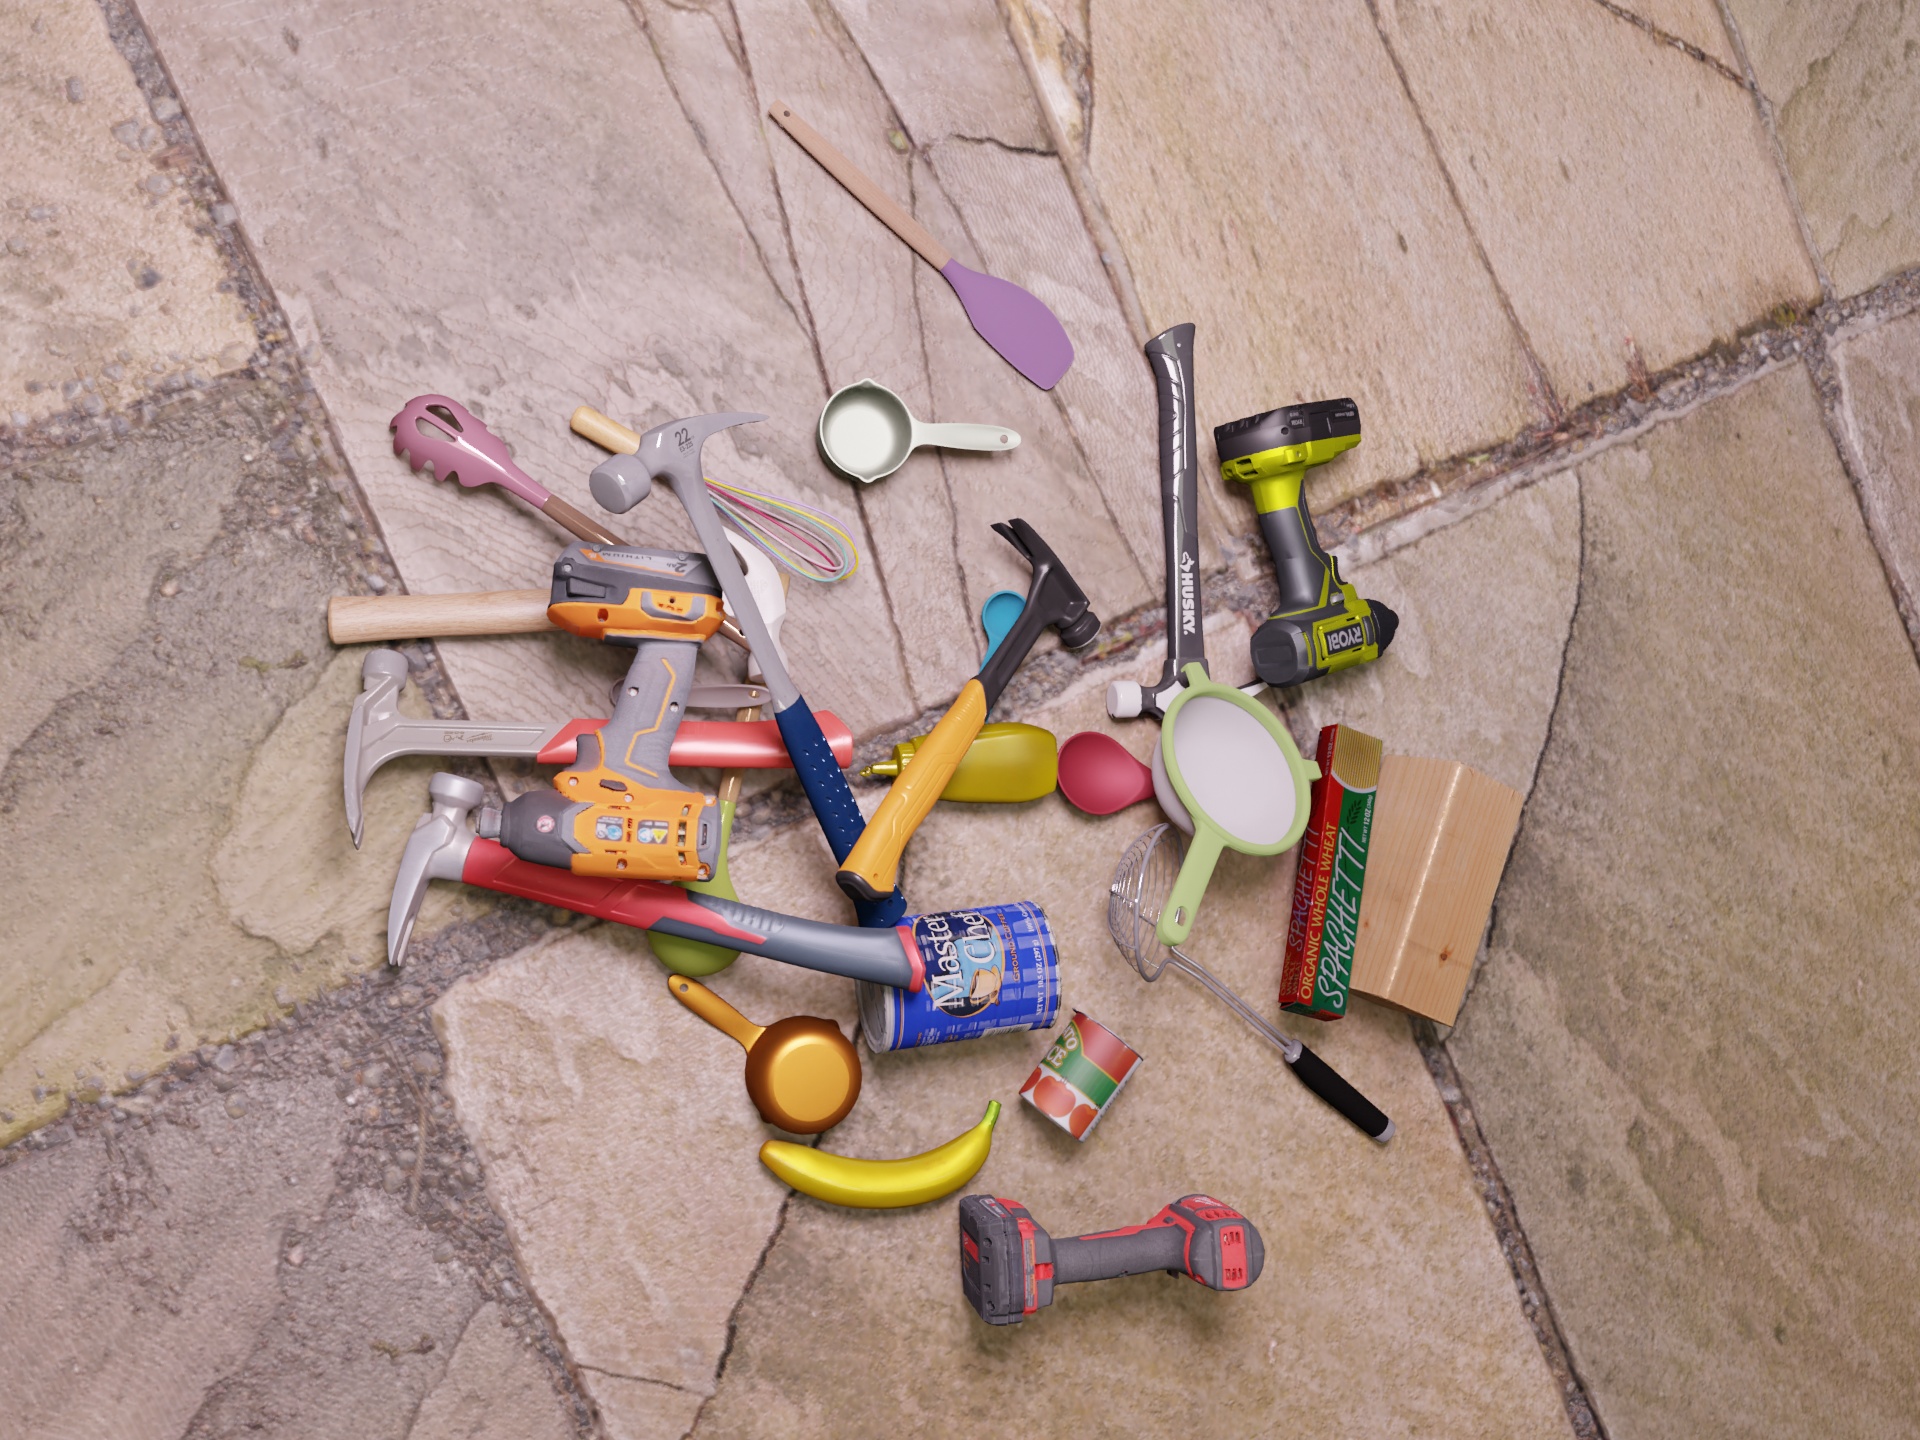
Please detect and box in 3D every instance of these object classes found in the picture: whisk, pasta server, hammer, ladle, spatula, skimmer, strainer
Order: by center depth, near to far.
[{"bbox_3d":[-0.122,-0.025,1.123,0.144,0.035,0.405,-46,125,-42],"label":"hammer"},{"bbox_3d":[-0.216,0.152,1.155,0.386,0.038,0.143,14,79,1],"label":"hammer"},{"bbox_3d":[-0.258,0.024,1.163,0.359,0.036,0.149,2,61,-12],"label":"hammer"},{"bbox_3d":[-0.284,-0.144,1.182,0.316,0.040,0.060,35,72,-6],"label":"pasta server"},{"bbox_3d":[-0.298,-0.086,1.192,0.331,0.031,0.130,-3,76,-13],"label":"hammer"},{"bbox_3d":[-0.002,-0.004,1.209,0.127,0.034,0.337,51,55,-27],"label":"hammer"},{"bbox_3d":[-0.190,-0.173,1.233,0.245,0.047,0.051,28,69,-9],"label":"whisk"},{"bbox_3d":[-0.175,0.039,1.233,0.078,0.062,0.320,13,77,-3],"label":"ladle"},{"bbox_3d":[0.187,0.085,1.256,0.151,0.069,0.256,39,49,-11],"label":"strainer"},{"bbox_3d":[-0.030,-0.391,1.296,0.315,0.018,0.060,39,77,-13],"label":"spatula"},{"bbox_3d":[0.255,0.231,1.319,0.363,0.090,0.127,41,47,-13],"label":"skimmer"},{"bbox_3d":[0.191,-0.169,1.344,0.146,0.035,0.335,-1,88,-15],"label":"hammer"},{"bbox_3d":[0.221,0.061,1.349,0.315,0.031,0.069,9,77,-18],"label":"ladle"}]

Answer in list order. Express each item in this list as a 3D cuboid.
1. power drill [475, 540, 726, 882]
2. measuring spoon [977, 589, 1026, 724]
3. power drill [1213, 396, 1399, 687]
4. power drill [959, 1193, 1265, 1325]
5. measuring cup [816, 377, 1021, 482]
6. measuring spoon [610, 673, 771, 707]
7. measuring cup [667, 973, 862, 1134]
[{"bbox_3d":[-0.245,-0.004,1.106,0.164,0.084,0.226,4,79,-15],"label":"power drill"},{"bbox_3d":[0.022,-0.045,1.303,0.042,0.021,0.128,15,93,-22],"label":"measuring spoon"},{"bbox_3d":[0.299,-0.151,1.342,0.171,0.080,0.223,-16,96,-40],"label":"power drill"},{"bbox_3d":[0.115,0.414,1.253,0.219,0.143,0.078,-2,84,-10],"label":"power drill"},{"bbox_3d":[-0.035,-0.227,1.280,0.167,0.038,0.083,0,88,-18],"label":"measuring cup"},{"bbox_3d":[-0.205,-0.023,1.217,0.124,0.018,0.034,0,126,0],"label":"measuring spoon"},{"bbox_3d":[-0.151,0.250,1.220,0.173,0.052,0.095,39,79,-14],"label":"measuring cup"}]
